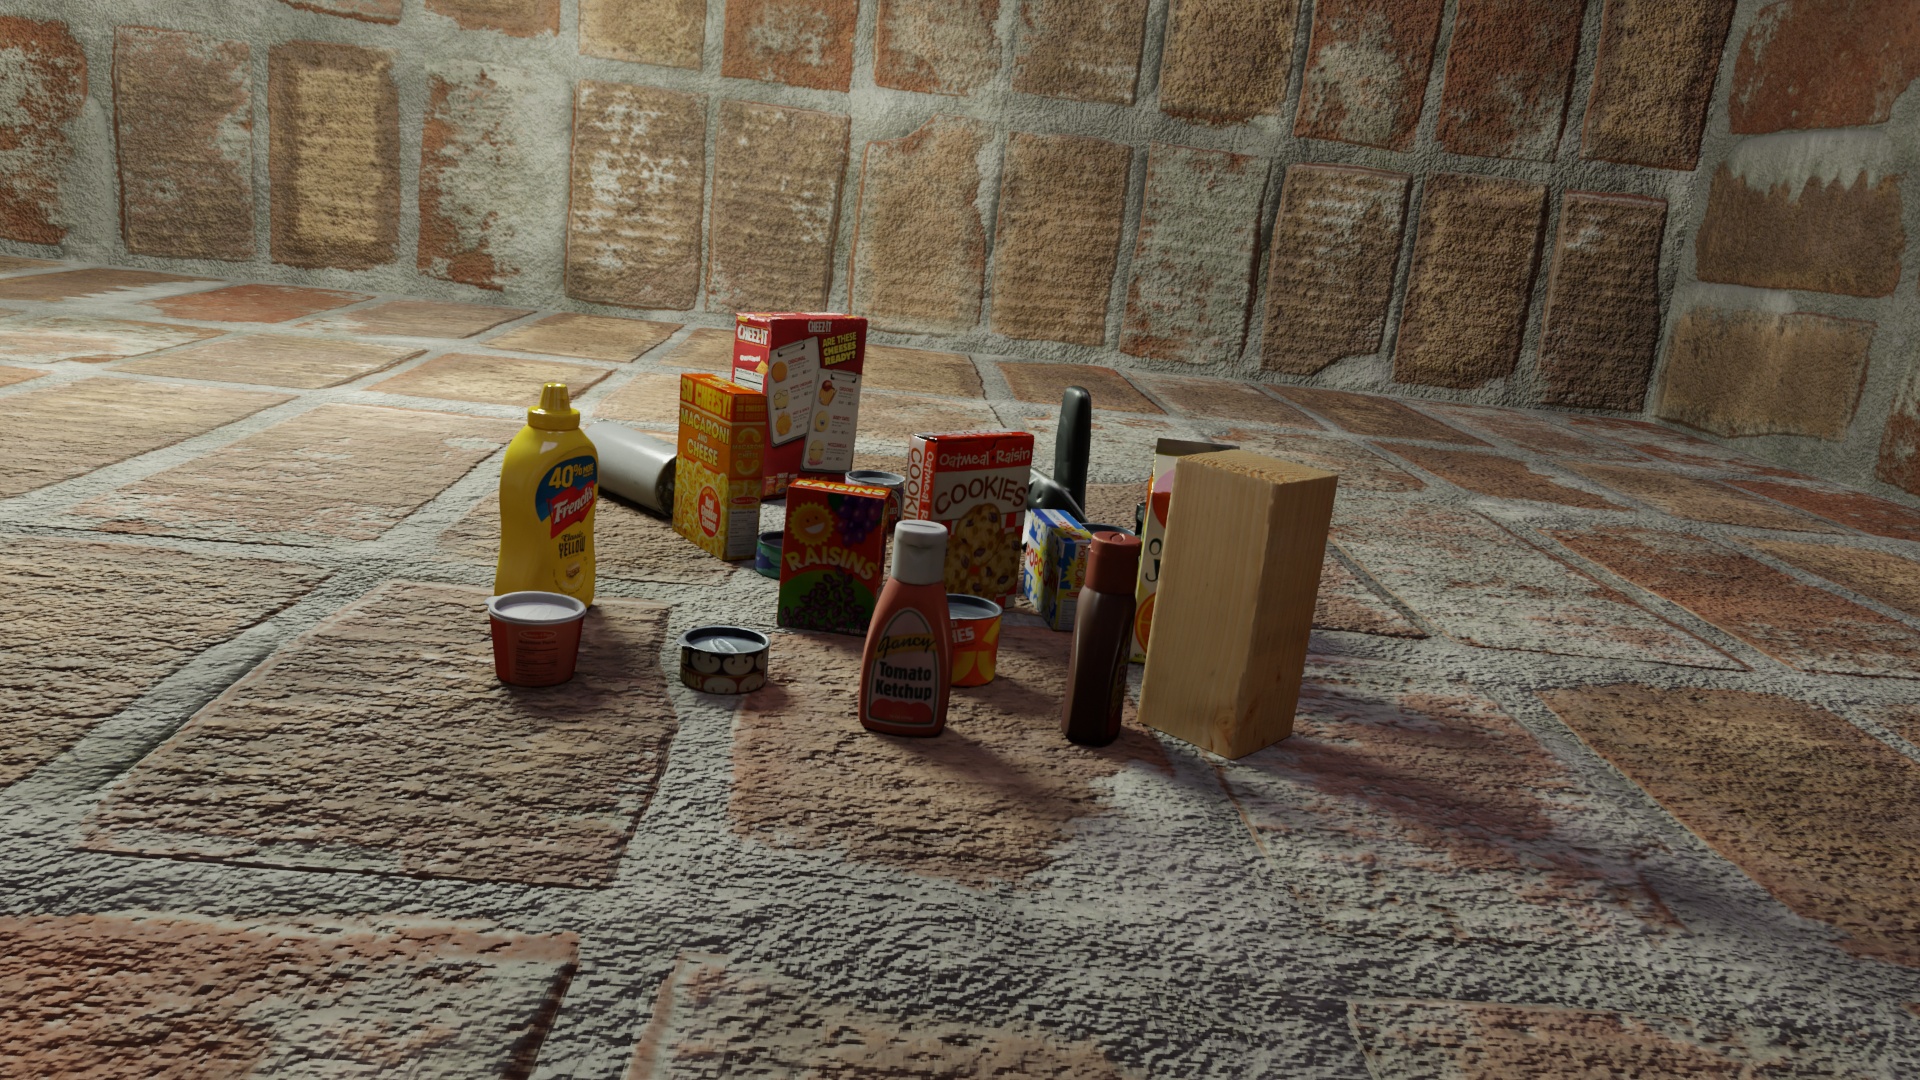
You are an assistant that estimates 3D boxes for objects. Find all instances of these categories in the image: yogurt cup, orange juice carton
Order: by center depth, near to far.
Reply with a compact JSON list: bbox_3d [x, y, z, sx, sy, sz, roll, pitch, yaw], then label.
[{"bbox_3d":[-0.308,0.072,1.008,0.072,0.053,0.072,6,14,-1],"label":"yogurt cup"},{"bbox_3d":[0.190,0.009,1.190,0.072,0.192,0.073,7,14,4],"label":"orange juice carton"}]

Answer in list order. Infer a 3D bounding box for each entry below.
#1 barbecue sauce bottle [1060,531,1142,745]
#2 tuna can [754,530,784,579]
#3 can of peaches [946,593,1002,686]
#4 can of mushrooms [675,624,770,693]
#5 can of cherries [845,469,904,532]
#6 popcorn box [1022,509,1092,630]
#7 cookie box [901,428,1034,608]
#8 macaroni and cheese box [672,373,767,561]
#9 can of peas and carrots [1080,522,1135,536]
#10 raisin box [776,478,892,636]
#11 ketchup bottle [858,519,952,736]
[{"bbox_3d":[0.103,0.069,1.005,0.044,0.148,0.065,9,14,12],"label":"barbecue sauce bottle"},{"bbox_3d":[-0.163,0.015,1.338,0.071,0.032,0.071,6,14,-1],"label":"tuna can"},{"bbox_3d":[-0.003,0.079,1.103,0.071,0.058,0.071,6,14,-1],"label":"can of peaches"},{"bbox_3d":[-0.179,0.089,1.040,0.071,0.033,0.071,6,14,-1],"label":"can of mushrooms"},{"bbox_3d":[-0.096,-0.043,1.544,0.071,0.058,0.071,6,14,-1],"label":"can of cherries"},{"bbox_3d":[0.093,0.026,1.300,0.038,0.085,0.127,3,14,-12],"label":"popcorn box"},{"bbox_3d":[0.004,-0.016,1.258,0.123,0.167,0.040,-7,19,-43],"label":"cookie box"},{"bbox_3d":[-0.242,-0.076,1.391,0.040,0.166,0.124,-4,17,-36],"label":"macaroni and cheese box"},{"bbox_3d":[0.144,0.018,1.405,0.071,0.058,0.071,6,14,-1],"label":"can of peas and carrots"},{"bbox_3d":[-0.107,0.014,1.182,0.086,0.123,0.040,7,14,4],"label":"raisin box"},{"bbox_3d":[-0.035,0.061,0.976,0.065,0.148,0.043,7,14,2],"label":"ketchup bottle"}]
